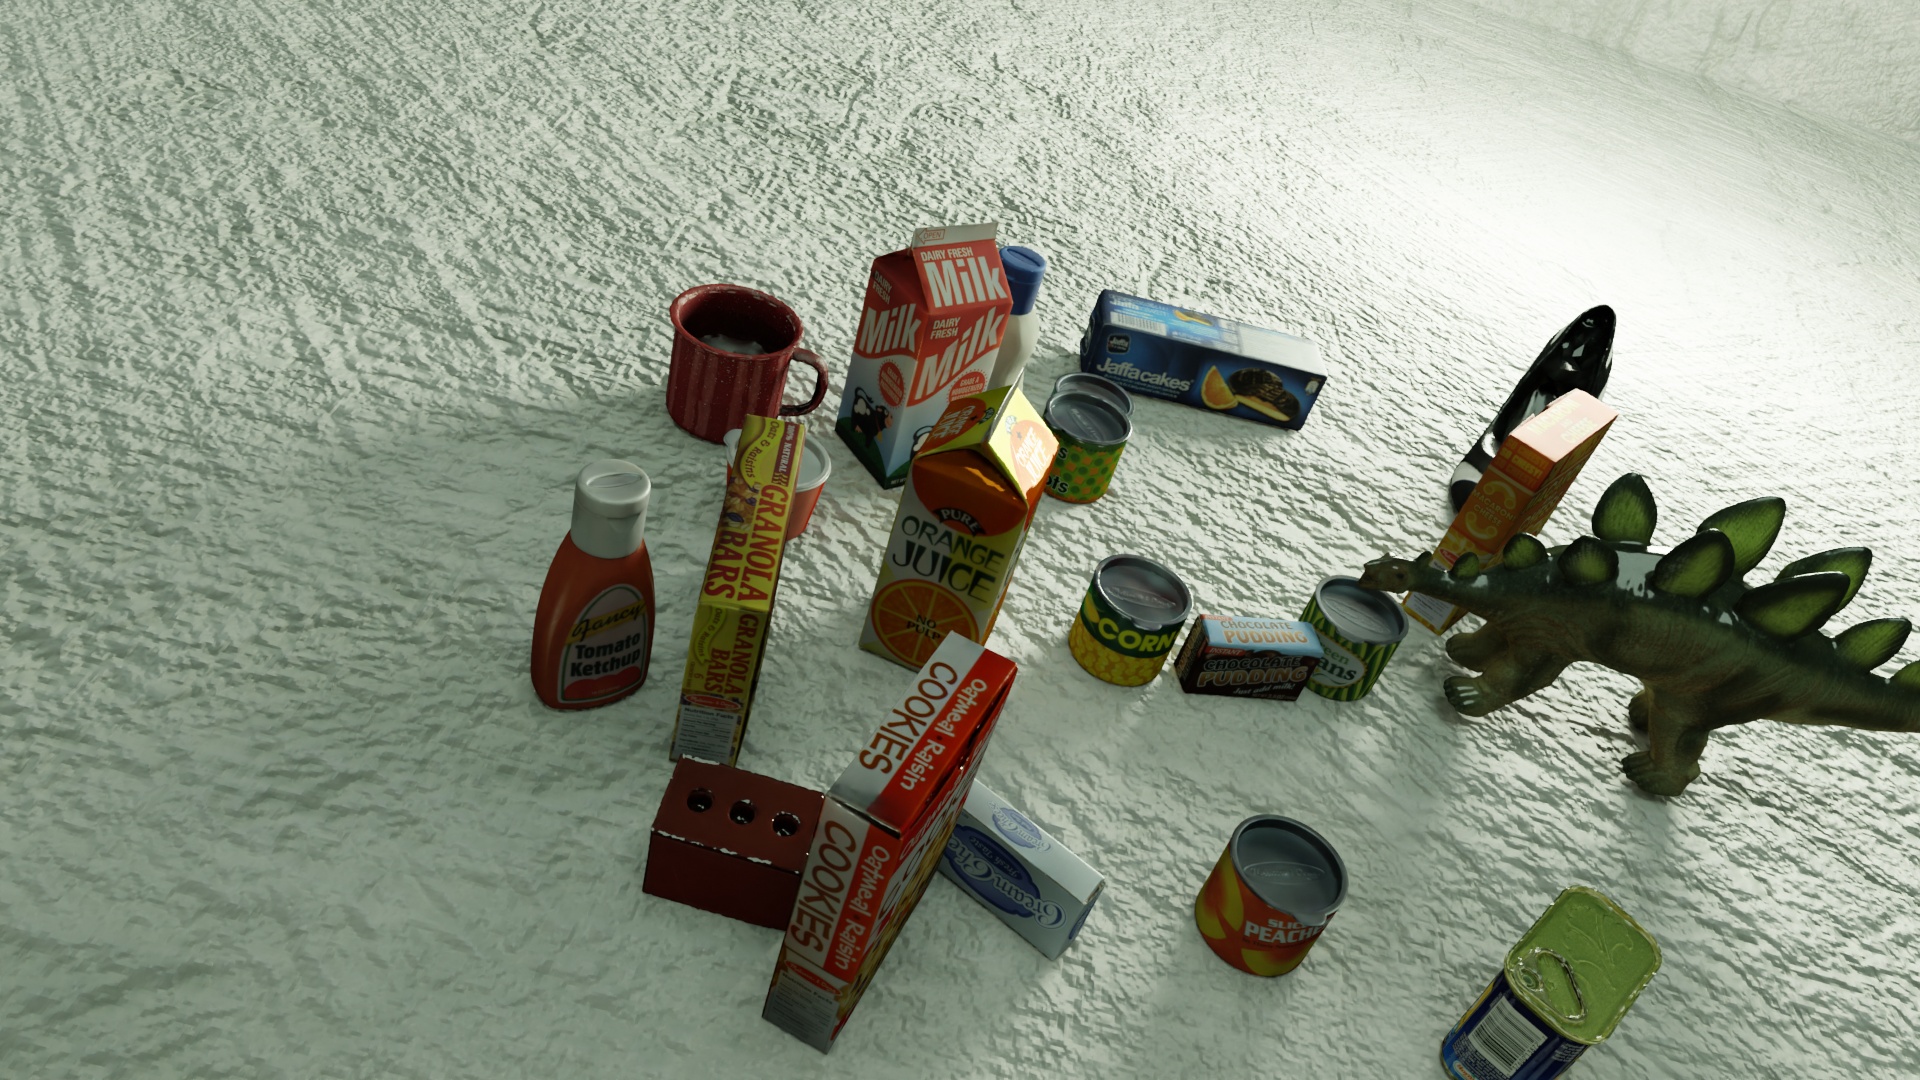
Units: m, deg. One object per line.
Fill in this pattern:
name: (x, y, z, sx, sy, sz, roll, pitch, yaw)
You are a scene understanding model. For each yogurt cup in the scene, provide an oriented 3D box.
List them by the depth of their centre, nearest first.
yogurt cup: (-0.123, -0.036, 0.914, 0.072, 0.053, 0.073, 11, 39, -9)

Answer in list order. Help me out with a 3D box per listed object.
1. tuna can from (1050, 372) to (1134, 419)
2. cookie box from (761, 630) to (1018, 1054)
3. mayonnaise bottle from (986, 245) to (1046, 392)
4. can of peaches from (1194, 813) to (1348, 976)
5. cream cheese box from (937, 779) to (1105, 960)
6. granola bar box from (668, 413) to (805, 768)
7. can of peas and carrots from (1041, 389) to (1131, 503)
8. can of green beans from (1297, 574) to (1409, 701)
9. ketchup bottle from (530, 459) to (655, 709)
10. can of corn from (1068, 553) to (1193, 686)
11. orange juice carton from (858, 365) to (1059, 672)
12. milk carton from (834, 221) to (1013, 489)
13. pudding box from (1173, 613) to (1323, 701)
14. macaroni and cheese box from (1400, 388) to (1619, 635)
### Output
tuna can: (0.101, -0.100, 1.099, 0.071, 0.032, 0.071, 11, 39, -9)
cookie box: (-0.033, 0.140, 0.646, 0.040, 0.166, 0.123, 26, 39, 10)
mayonnaise bottle: (0.027, -0.146, 1.033, 0.065, 0.147, 0.041, 32, 40, 16)
can of peaches: (0.167, 0.194, 0.749, 0.071, 0.057, 0.071, 11, 39, -9)
cream cheese box: (0.022, 0.167, 0.726, 0.104, 0.053, 0.024, 35, 41, 20)
granola bar box: (-0.123, 0.026, 0.782, 0.039, 0.123, 0.166, 12, 38, -8)
can of peas and carrots: (0.085, -0.069, 1.034, 0.071, 0.058, 0.071, 11, 39, -9)
can of green beans: (0.260, 0.066, 0.941, 0.071, 0.057, 0.071, 11, 39, -9)
ketchup bottle: (-0.192, 0.024, 0.737, 0.065, 0.148, 0.044, -13, 47, -33)
can of corn: (0.109, 0.053, 0.896, 0.071, 0.058, 0.071, 11, 39, -9)
orange juice carton: (0.003, -0.010, 0.822, 0.073, 0.191, 0.072, 23, 38, 6)
milk carton: (-0.024, -0.135, 0.965, 0.072, 0.189, 0.073, -14, 48, -35)
pudding box: (0.188, 0.076, 0.907, 0.084, 0.049, 0.030, 6, 40, -15)
macaroni and cheese box: (0.399, -0.021, 1.015, 0.040, 0.165, 0.124, 40, 43, 25)
